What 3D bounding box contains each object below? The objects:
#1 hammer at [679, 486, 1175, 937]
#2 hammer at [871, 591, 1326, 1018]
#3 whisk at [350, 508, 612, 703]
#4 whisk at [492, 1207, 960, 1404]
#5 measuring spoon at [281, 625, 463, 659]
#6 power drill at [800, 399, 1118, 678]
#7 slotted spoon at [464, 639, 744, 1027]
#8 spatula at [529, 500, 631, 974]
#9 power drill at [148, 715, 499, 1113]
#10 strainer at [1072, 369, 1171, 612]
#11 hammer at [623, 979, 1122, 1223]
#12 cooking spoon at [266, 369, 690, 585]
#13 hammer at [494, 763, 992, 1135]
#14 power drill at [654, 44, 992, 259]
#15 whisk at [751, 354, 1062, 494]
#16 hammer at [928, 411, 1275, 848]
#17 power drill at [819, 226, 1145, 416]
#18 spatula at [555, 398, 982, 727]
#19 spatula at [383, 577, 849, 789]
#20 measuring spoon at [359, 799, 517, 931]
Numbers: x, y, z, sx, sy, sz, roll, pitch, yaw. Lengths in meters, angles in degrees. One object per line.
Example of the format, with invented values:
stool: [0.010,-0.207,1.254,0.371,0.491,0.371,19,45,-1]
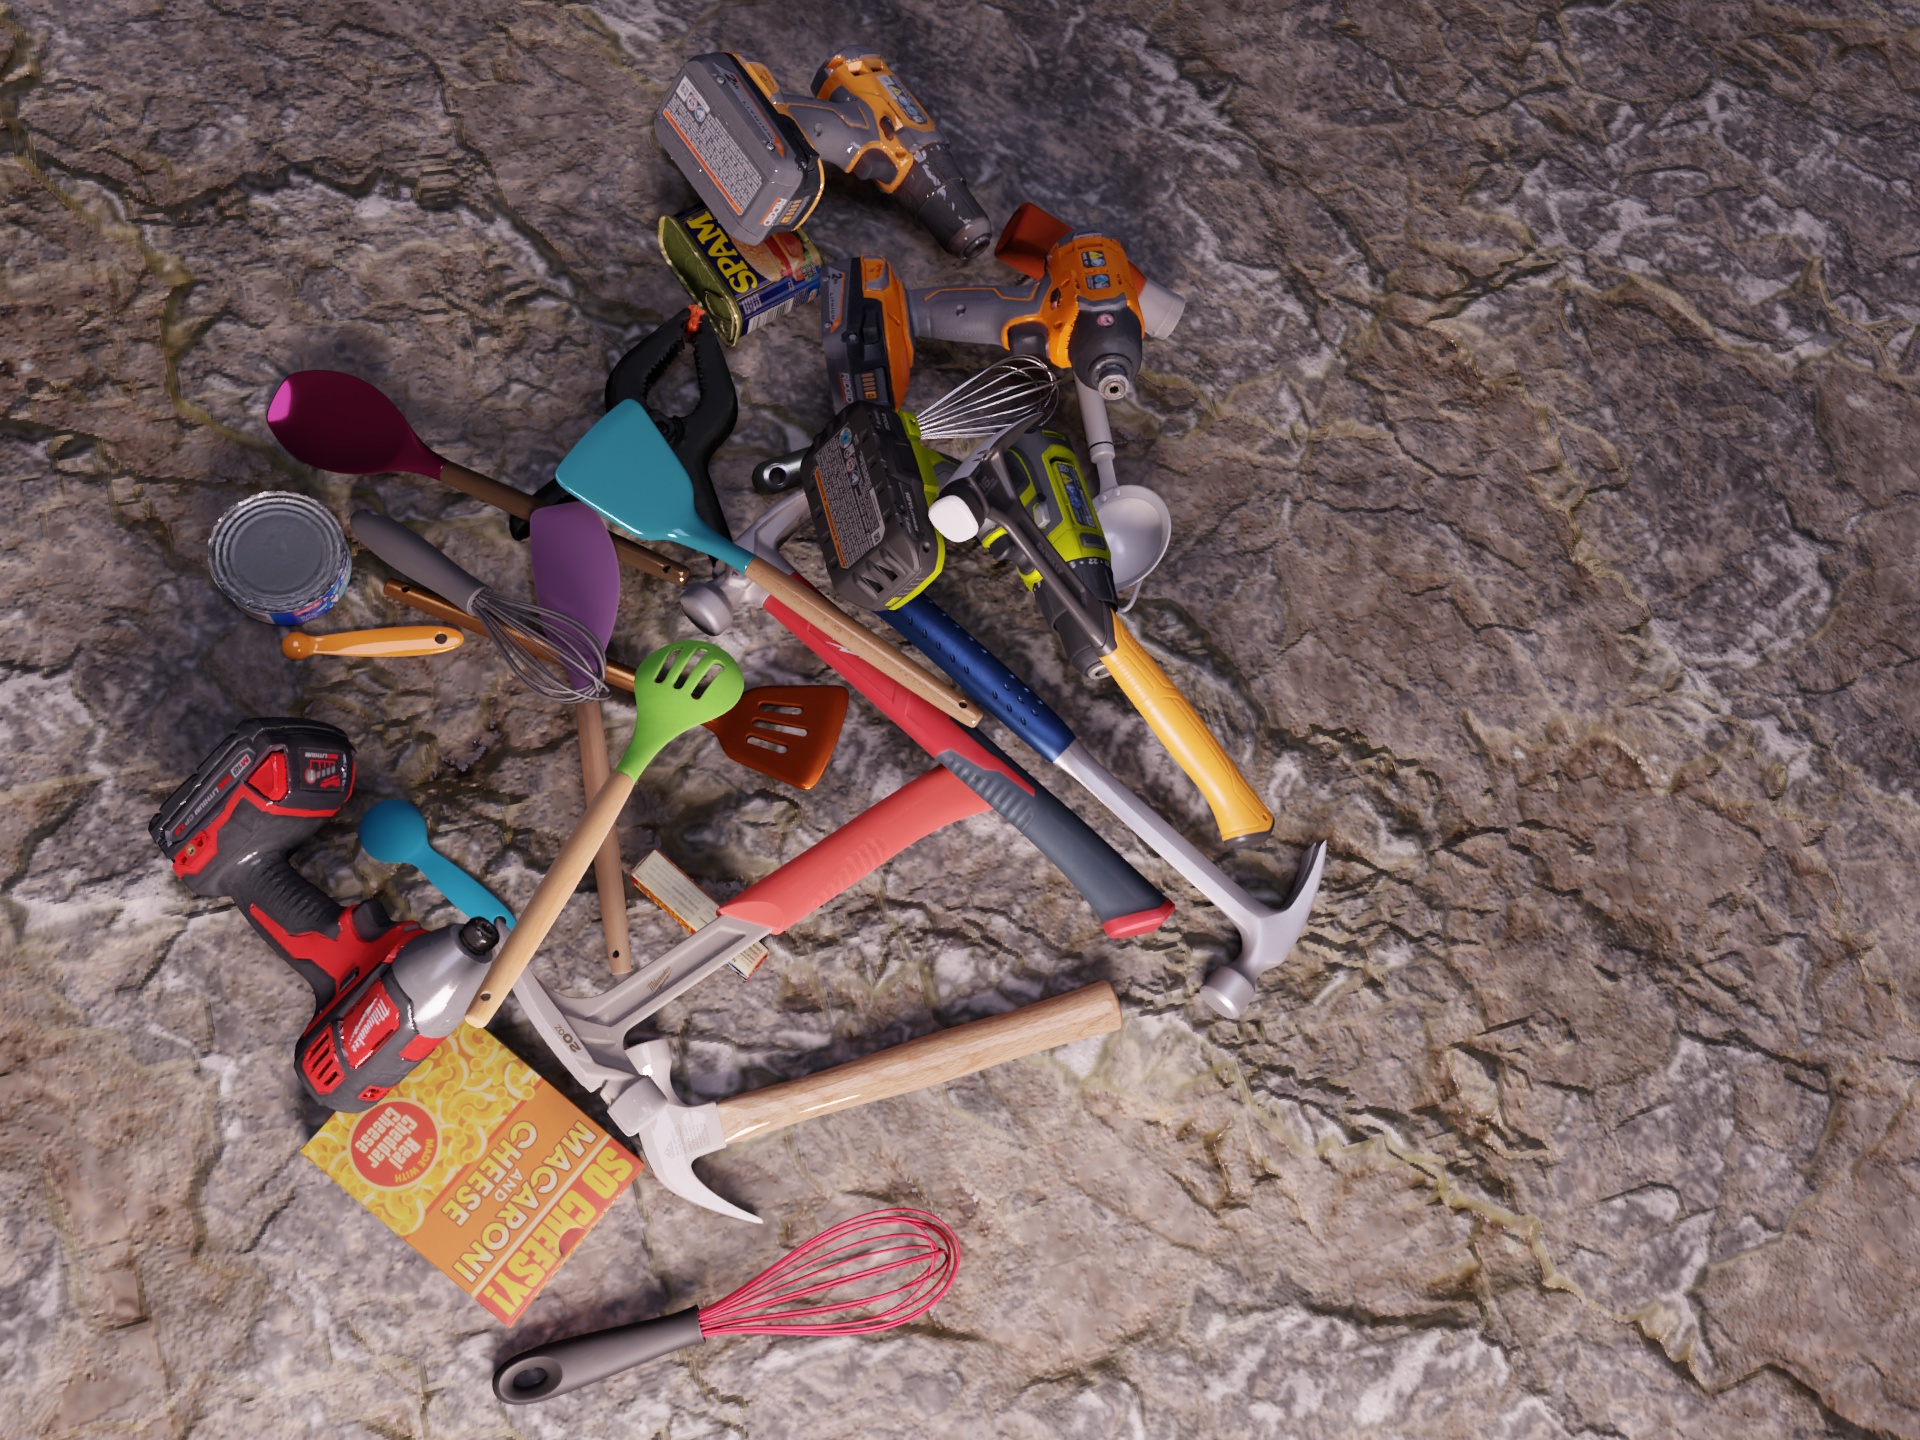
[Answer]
hammer: [-0.002,-0.003,1.072,0.386,0.038,0.143,41,70,9]
hammer: [0.086,0.025,1.137,0.405,0.035,0.144,42,71,1]
whisk: [-0.320,-0.078,1.047,0.239,0.055,0.055,32,70,19]
whisk: [-0.142,0.369,0.987,0.296,0.073,0.073,-14,78,-9]
measuring spoon: [-0.395,-0.054,1.069,0.117,0.011,0.021,-3,76,-13]
power drill: [0.015,-0.123,1.088,0.228,0.080,0.191,4,60,-43]
slotted spoon: [-0.218,0.056,0.980,0.070,0.031,0.314,21,52,5]
spatula: [-0.243,0.010,1.055,0.060,0.018,0.316,-8,86,7]
power drill: [-0.374,0.108,0.953,0.143,0.078,0.220,-43,74,11]
strainer: [0.111,-0.194,1.200,0.087,0.050,0.259,-20,69,28]
hammer: [-0.047,0.236,1.054,0.331,0.031,0.130,-13,78,-15]
cooking spoon: [-0.329,-0.160,1.086,0.319,0.017,0.069,24,84,5]
hammer: [-0.114,0.103,1.026,0.359,0.036,0.149,-33,80,-33]
power drill: [-0.087,-0.405,1.159,0.226,0.084,0.185,-29,80,-48]
whisk: [-0.037,-0.214,1.172,0.246,0.059,0.057,-21,104,-12]
hammer: [0.111,-0.048,1.070,0.336,0.034,0.127,51,44,-17]
power drill: [0.018,-0.274,1.132,0.226,0.084,0.164,-7,48,0]
spatula: [-0.117,-0.092,1.047,0.317,0.044,0.082,34,63,5]
spatula: [-0.237,-0.037,1.083,0.322,0.041,0.081,21,67,-5]
measuring spoon: [-0.337,0.098,1.034,0.128,0.021,0.042,40,71,2]
